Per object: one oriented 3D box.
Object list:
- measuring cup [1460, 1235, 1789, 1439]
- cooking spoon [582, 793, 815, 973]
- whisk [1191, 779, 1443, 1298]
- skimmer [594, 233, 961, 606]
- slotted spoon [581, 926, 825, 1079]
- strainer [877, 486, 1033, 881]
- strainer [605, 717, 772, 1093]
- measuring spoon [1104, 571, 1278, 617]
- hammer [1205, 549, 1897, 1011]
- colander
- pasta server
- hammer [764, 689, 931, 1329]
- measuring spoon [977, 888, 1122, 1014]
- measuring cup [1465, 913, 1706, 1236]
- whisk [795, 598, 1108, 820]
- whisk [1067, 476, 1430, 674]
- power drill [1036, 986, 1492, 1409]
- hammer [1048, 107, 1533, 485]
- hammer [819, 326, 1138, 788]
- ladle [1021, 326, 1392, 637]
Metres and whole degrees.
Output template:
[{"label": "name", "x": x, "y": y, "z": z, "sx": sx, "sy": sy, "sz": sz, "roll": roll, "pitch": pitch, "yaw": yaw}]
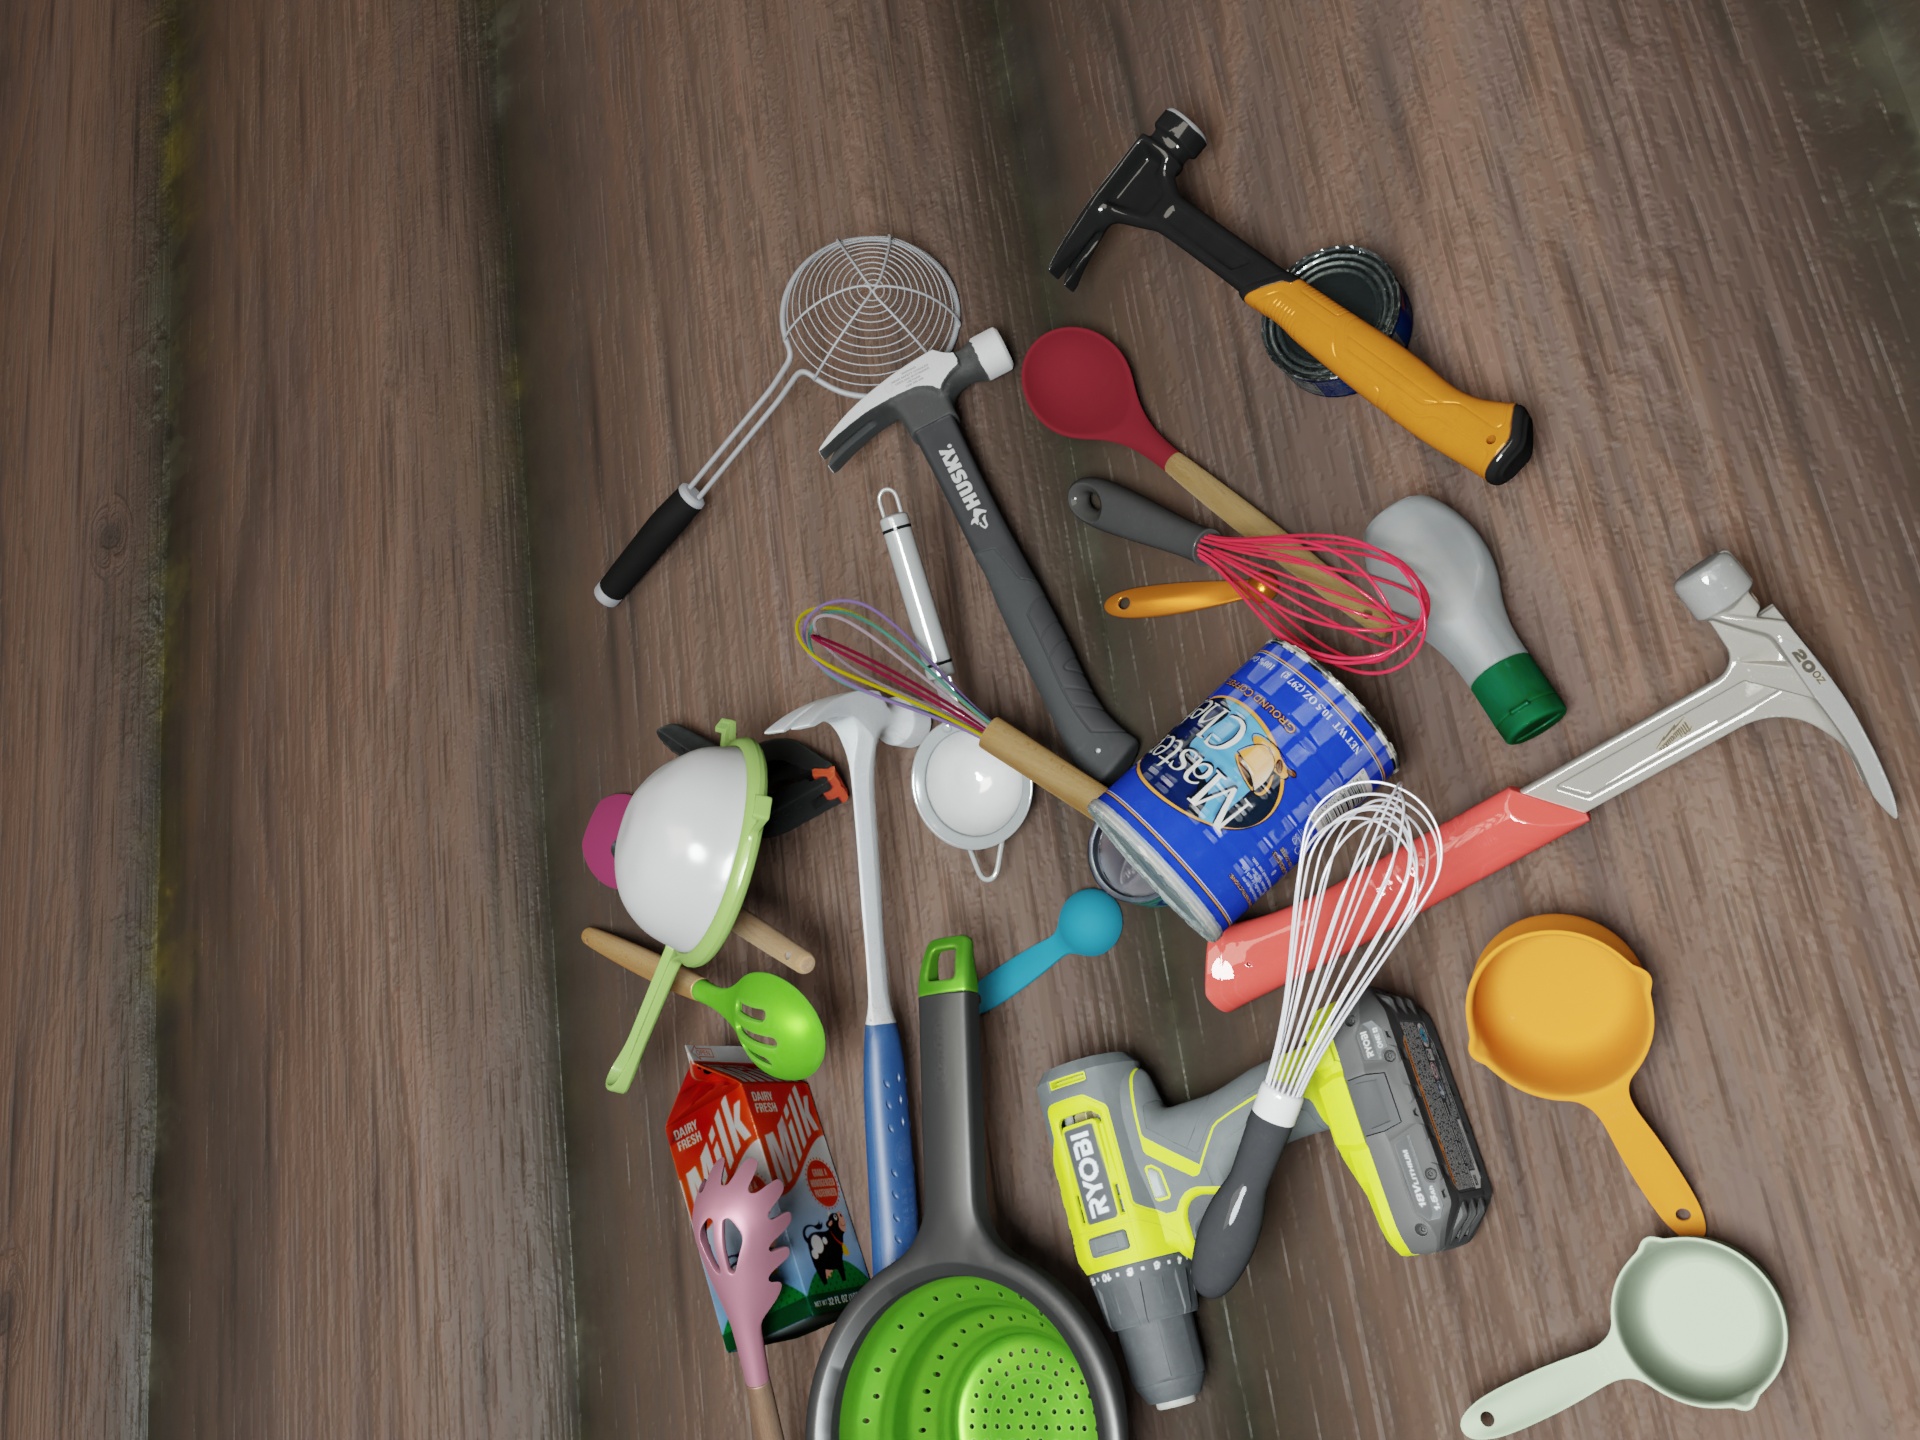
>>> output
[{"label": "measuring cup", "x": 0.321, "y": 0.310, "z": 0.776, "sx": 0.167, "sy": 0.038, "sz": 0.083, "roll": -37, "pitch": 62, "yaw": 22}, {"label": "cooking spoon", "x": -0.191, "y": 0.114, "z": 1.105, "sx": 0.319, "sy": 0.017, "sz": 0.069, "roll": 21, "pitch": 88, "yaw": 49}, {"label": "whisk", "x": 0.171, "y": 0.163, "z": 0.800, "sx": 0.070, "sy": 0.070, "sz": 0.284, "roll": 24, "pitch": 101, "yaw": 34}, {"label": "skimmer", "x": -0.149, "y": -0.210, "z": 1.192, "sx": 0.363, "sy": 0.090, "sz": 0.127, "roll": -43, "pitch": 79, "yaw": 28}, {"label": "slotted spoon", "x": -0.187, "y": 0.178, "z": 1.074, "sx": 0.314, "sy": 0.031, "sz": 0.070, "roll": 9, "pitch": 109, "yaw": 53}, {"label": "strainer", "x": -0.009, "y": -0.025, "z": 1.020, "sx": 0.087, "sy": 0.050, "sz": 0.258, "roll": -15, "pitch": 93, "yaw": 26}, {"label": "strainer", "x": -0.200, "y": 0.123, "z": 1.017, "sx": 0.256, "sy": 0.069, "sz": 0.152, "roll": -66, "pitch": 23, "yaw": 13}, {"label": "measuring spoon", "x": 0.141, "y": -0.078, "z": 0.993, "sx": 0.117, "sy": 0.011, "sz": 0.021, "roll": -5, "pitch": 76, "yaw": 31}, {"label": "hammer", "x": 0.284, "y": 0.070, "z": 0.842, "sx": 0.359, "sy": 0.037, "sz": 0.149, "roll": -36, "pitch": 87, "yaw": 26}, {"label": "colander", "x": 0.017, "y": 0.328, "z": 0.929, "sx": 0.204, "sy": 0.094, "sz": 0.397, "roll": -13, "pitch": 68, "yaw": 29}, {"label": "pasta server", "x": -0.114, "y": 0.419, "z": 0.963, "sx": 0.060, "sy": 0.040, "sz": 0.316, "roll": -6, "pitch": 100, "yaw": 22}, {"label": "hammer", "x": -0.055, "y": 0.180, "z": 0.999, "sx": 0.035, "sy": 0.144, "sz": 0.406, "roll": -10, "pitch": 80, "yaw": 31}, {"label": "measuring spoon", "x": 0.044, "y": 0.149, "z": 0.993, "sx": 0.128, "sy": 0.021, "sz": 0.042, "roll": -37, "pitch": 62, "yaw": 18}, {"label": "measuring cup", "x": 0.325, "y": 0.178, "z": 0.804, "sx": 0.095, "sy": 0.052, "sz": 0.173, "roll": -32, "pitch": 88, "yaw": 23}, {"label": "whisk", "x": -0.003, "y": -0.002, "z": 0.976, "sx": 0.245, "sy": 0.047, "sz": 0.051, "roll": 33, "pitch": 108, "yaw": 16}, {"label": "whisk", "x": 0.159, "y": -0.097, "z": 0.939, "sx": 0.296, "sy": 0.073, "sz": 0.073, "roll": 32, "pitch": 97, "yaw": 48}, {"label": "power drill", "x": 0.160, "y": 0.257, "z": 0.866, "sx": 0.228, "sy": 0.080, "sz": 0.191, "roll": -26, "pitch": 66, "yaw": 27}, {"label": "hammer", "x": 0.195, "y": -0.237, "z": 0.942, "sx": 0.127, "sy": 0.034, "sz": 0.337, "roll": -50, "pitch": 58, "yaw": 11}, {"label": "hammer", "x": 0.024, "y": -0.098, "z": 1.043, "sx": 0.146, "sy": 0.035, "sz": 0.335, "roll": -27, "pitch": 68, "yaw": 5}, {"label": "ladle", "x": 0.151, "y": -0.149, "z": 0.996, "sx": 0.316, "sy": 0.031, "sz": 0.069, "roll": 45, "pitch": 106, "yaw": 29}]
